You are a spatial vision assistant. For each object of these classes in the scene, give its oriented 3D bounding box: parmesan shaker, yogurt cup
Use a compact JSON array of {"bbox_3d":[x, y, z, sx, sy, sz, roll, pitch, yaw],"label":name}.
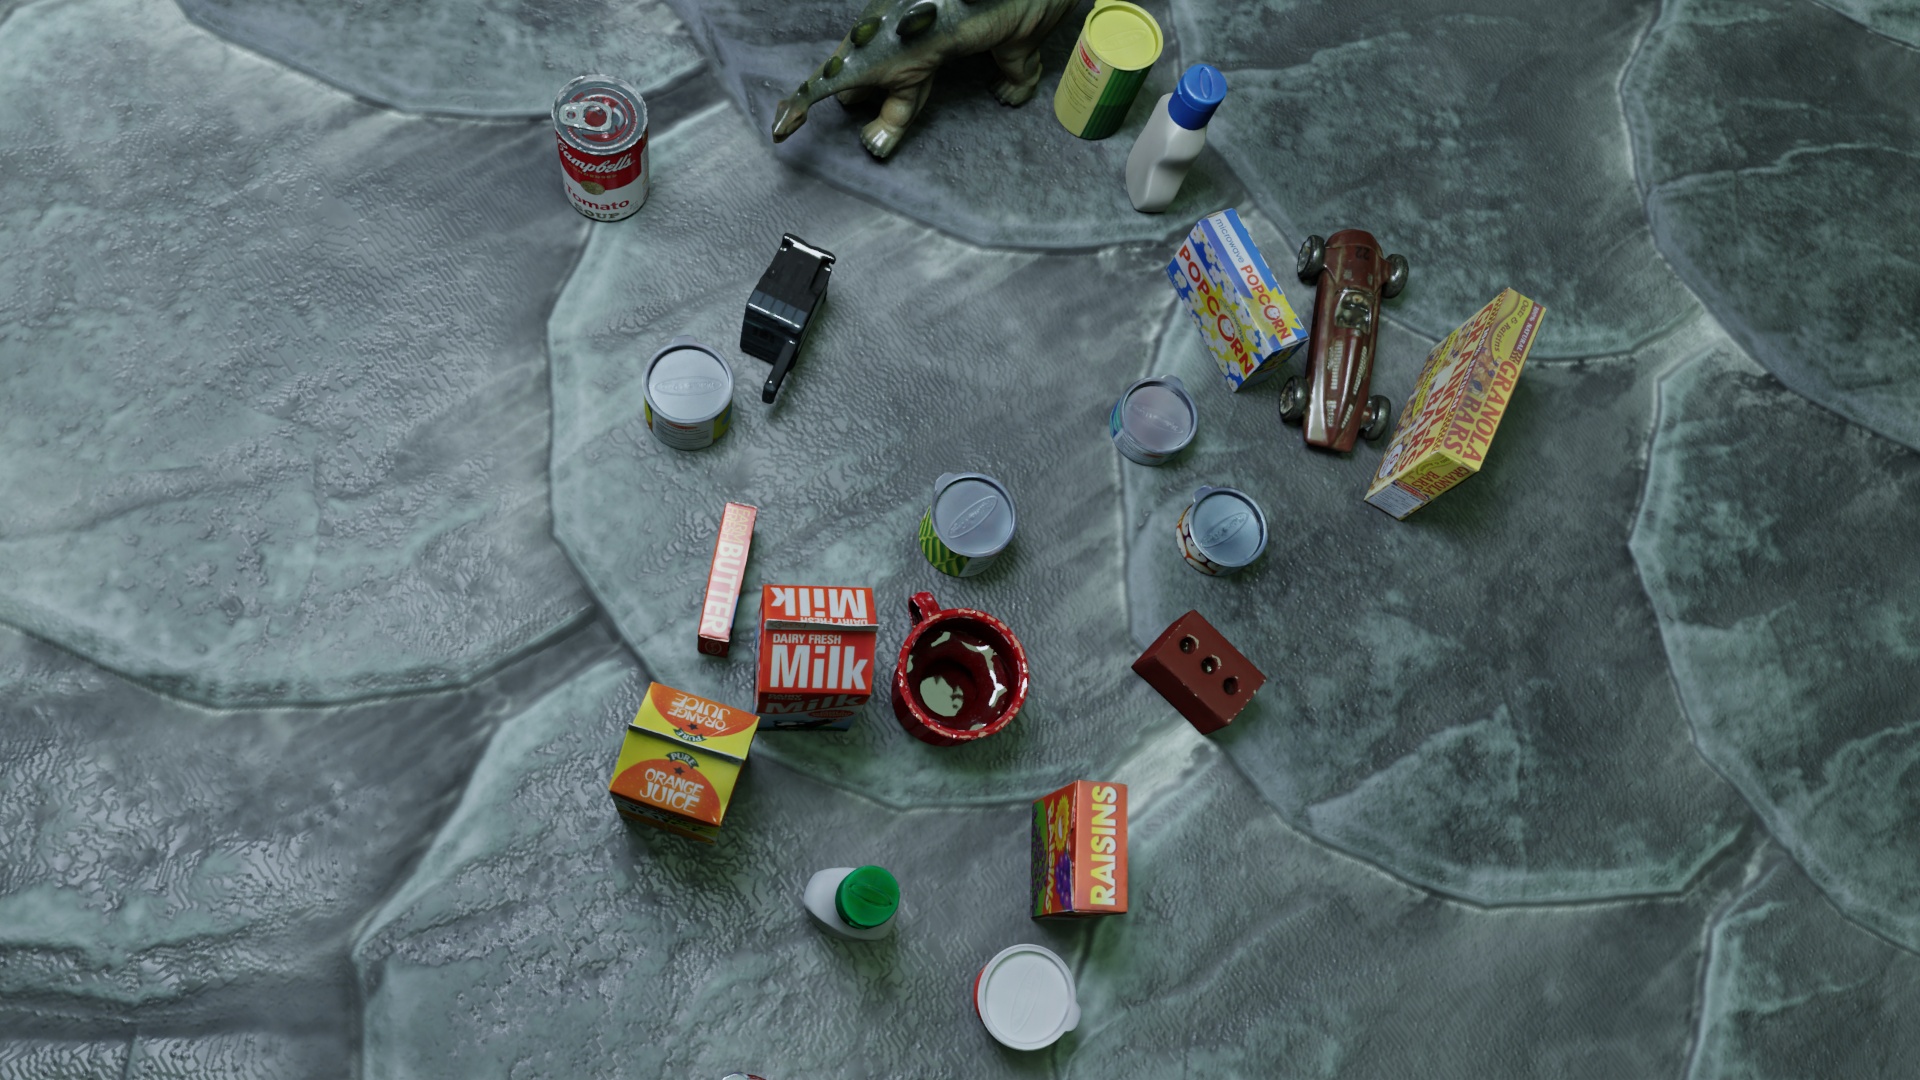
[{"bbox_3d":[0.122,-0.397,1.173,0.071,0.102,0.071,3,72,-11],"label":"parmesan shaker"},{"bbox_3d":[0.040,0.313,0.955,0.072,0.053,0.072,3,72,-11],"label":"yogurt cup"}]

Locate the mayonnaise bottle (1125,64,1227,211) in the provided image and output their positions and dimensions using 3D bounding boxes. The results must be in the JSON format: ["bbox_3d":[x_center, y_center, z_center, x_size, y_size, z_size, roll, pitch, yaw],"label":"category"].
[{"bbox_3d":[0.175,-0.331,1.139,0.041,0.147,0.065,0,73,-11],"label":"mayonnaise bottle"}]

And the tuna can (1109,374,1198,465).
[{"bbox_3d":[0.156,-0.098,1.122,0.071,0.032,0.071,3,72,-11],"label":"tuna can"}]

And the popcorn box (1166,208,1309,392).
[{"bbox_3d":[0.224,-0.196,1.139,0.038,0.085,0.127,-23,79,-17],"label":"popcorn box"}]

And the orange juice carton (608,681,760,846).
[{"bbox_3d":[-0.177,0.144,0.891,0.072,0.192,0.073,20,70,-5],"label":"orange juice carton"}]

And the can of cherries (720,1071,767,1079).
[{"bbox_3d":[-0.139,0.378,0.895,0.071,0.058,0.071,3,72,-11],"label":"can of cherries"}]

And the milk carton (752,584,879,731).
[{"bbox_3d":[-0.100,0.077,0.929,0.072,0.190,0.073,3,73,-11],"label":"milk carton"}]

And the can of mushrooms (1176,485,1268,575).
[{"bbox_3d":[0.206,-0.009,1.103,0.071,0.033,0.071,3,72,-11],"label":"can of mushrooms"}]

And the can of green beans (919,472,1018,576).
[{"bbox_3d":[0.005,-0.011,1.050,0.071,0.057,0.071,3,72,-11],"label":"can of green beans"}]

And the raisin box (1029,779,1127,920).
[{"bbox_3d":[0.080,0.216,0.958,0.040,0.123,0.086,6,72,-10],"label":"raisin box"}]

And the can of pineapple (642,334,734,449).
[{"bbox_3d":[-0.203,-0.109,1.038,0.071,0.057,0.071,3,72,-11],"label":"can of pineapple"}]

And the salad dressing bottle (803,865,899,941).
[{"bbox_3d":[-0.068,0.236,0.908,0.064,0.147,0.044,24,70,-4],"label":"salad dressing bottle"}]

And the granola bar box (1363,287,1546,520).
[{"bbox_3d":[0.400,-0.108,1.127,0.039,0.123,0.166,30,69,-1],"label":"granola bar box"}]

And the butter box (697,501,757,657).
[{"bbox_3d":[-0.169,0.028,1.004,0.024,0.053,0.104,12,71,-8],"label":"butter box"}]
